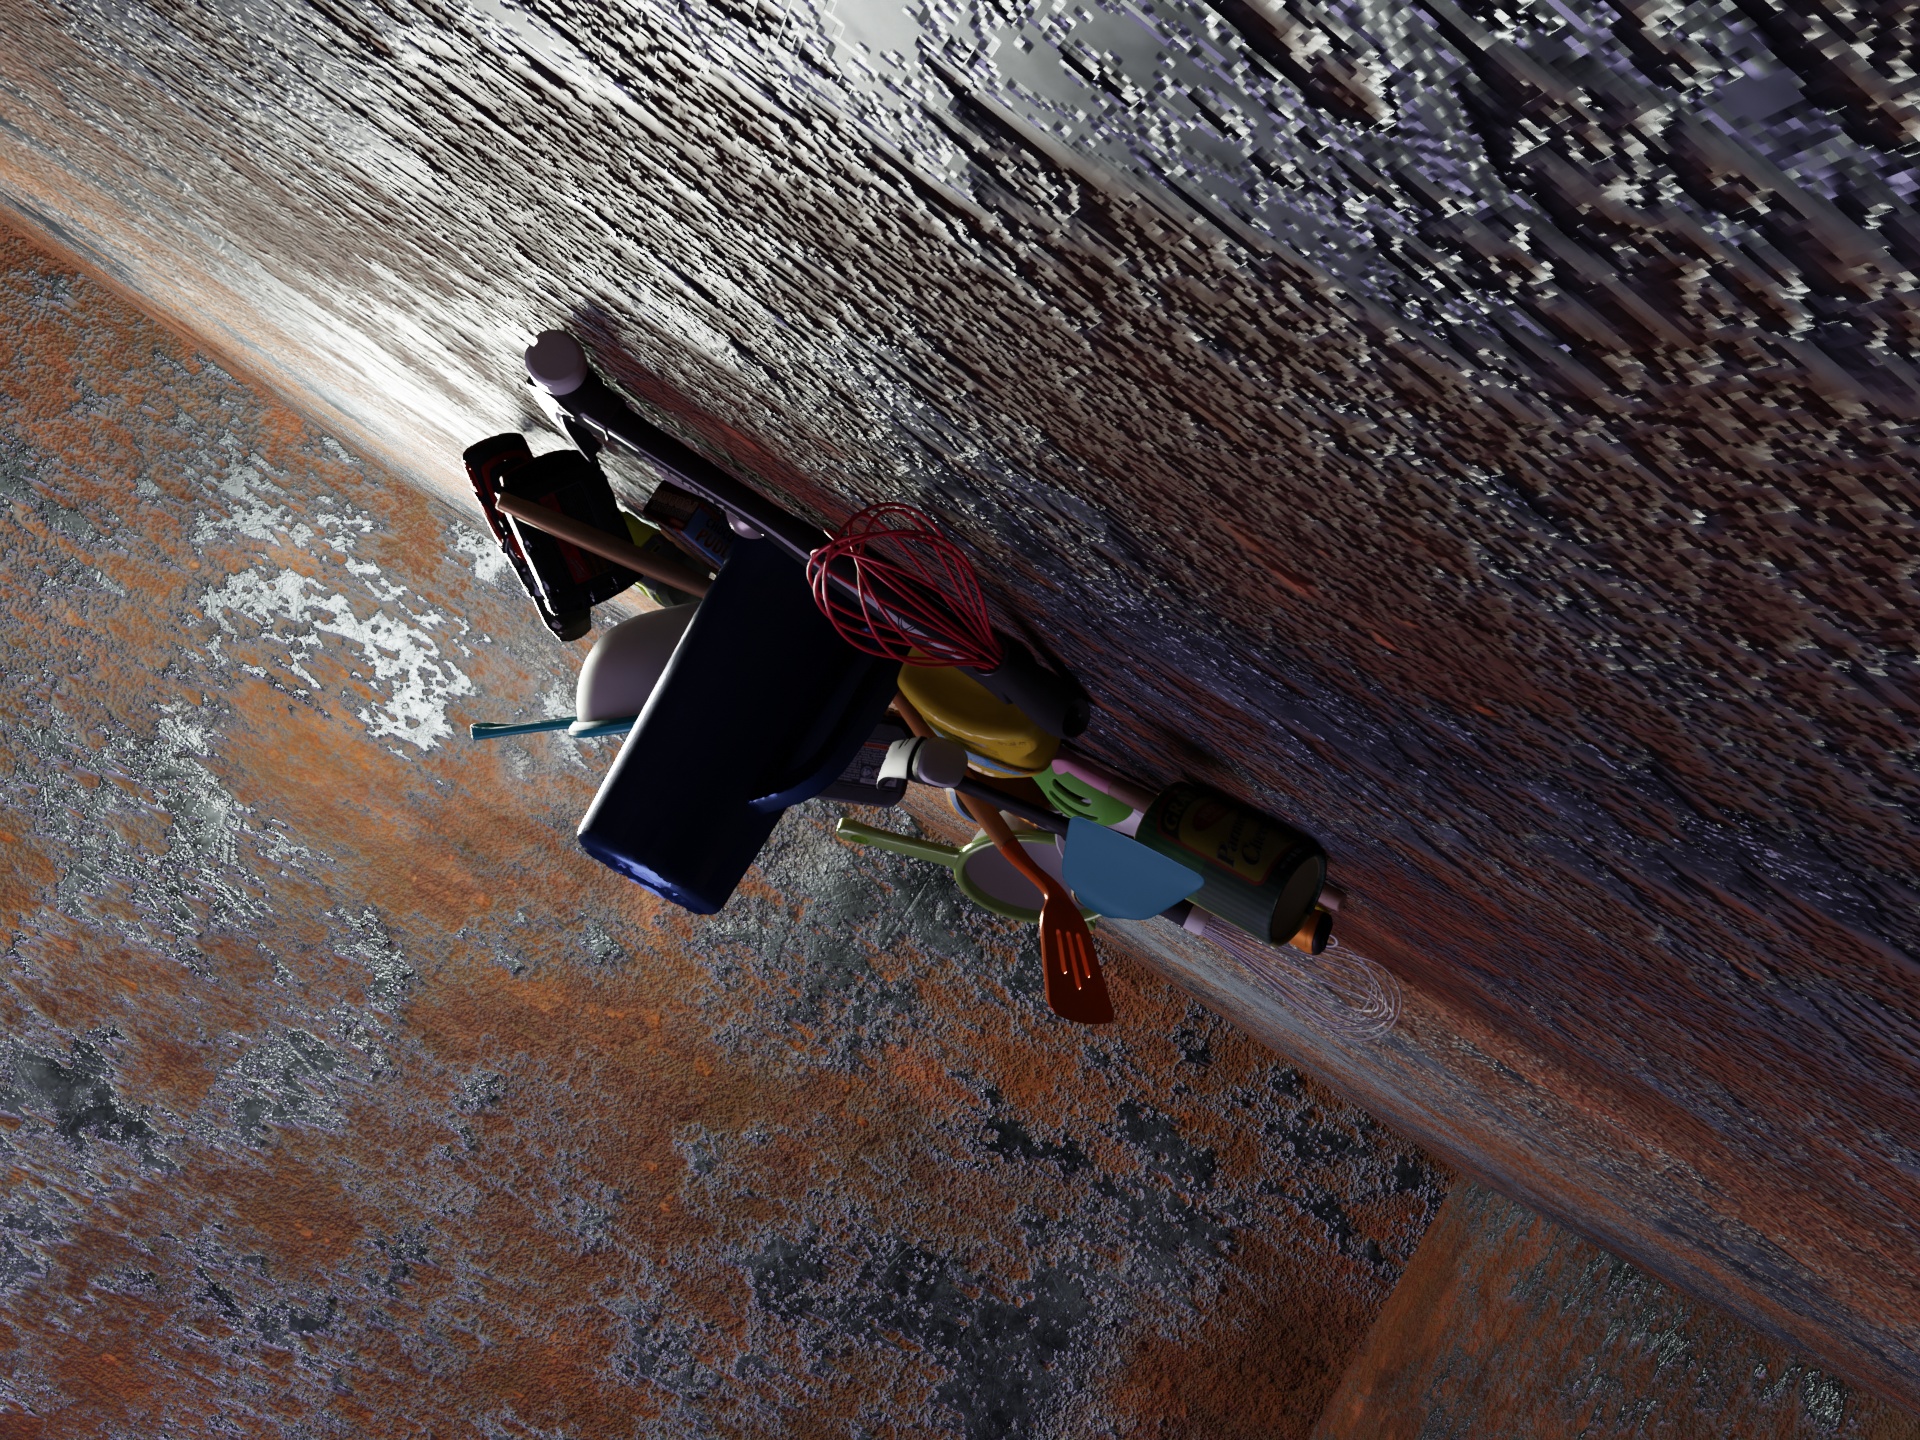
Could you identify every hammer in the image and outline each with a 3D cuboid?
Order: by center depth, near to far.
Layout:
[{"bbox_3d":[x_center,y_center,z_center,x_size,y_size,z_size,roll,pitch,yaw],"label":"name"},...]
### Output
[{"bbox_3d":[-0.102,-0.109,0.936,0.334,0.035,0.146,33,173,-4],"label":"hammer"},{"bbox_3d":[0.104,0.088,1.084,0.336,0.034,0.127,23,170,-15],"label":"hammer"}]

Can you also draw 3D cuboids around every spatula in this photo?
[{"bbox_3d":[0.092,0.104,1.032,0.082,0.044,0.317,26,175,3],"label":"spatula"},{"bbox_3d":[0.016,0.079,1.140,0.081,0.041,0.323,20,-152,-52],"label":"spatula"}]

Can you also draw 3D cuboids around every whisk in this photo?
[{"bbox_3d":[0.007,-0.040,0.842,0.073,0.073,0.295,28,178,31],"label":"whisk"},{"bbox_3d":[0.221,0.177,1.292,0.285,0.070,0.070,26,172,11],"label":"whisk"}]

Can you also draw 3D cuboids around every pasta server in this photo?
[{"bbox_3d":[0.127,0.064,1.125,0.316,0.040,0.060,27,179,31],"label":"pasta server"}]

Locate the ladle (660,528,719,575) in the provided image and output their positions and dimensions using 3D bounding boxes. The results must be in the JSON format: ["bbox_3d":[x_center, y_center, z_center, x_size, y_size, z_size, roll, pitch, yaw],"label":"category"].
[{"bbox_3d":[-0.117,-0.071,1.330,0.315,0.031,0.069,35,174,-7],"label":"ladle"}]

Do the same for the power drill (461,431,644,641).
[{"bbox_3d":[-0.335,-0.142,1.311,0.227,0.080,0.187,22,135,61],"label":"power drill"}]

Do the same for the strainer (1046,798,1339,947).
[{"bbox_3d":[0.181,0.121,1.268,0.258,0.086,0.050,26,-145,10],"label":"strainer"}]

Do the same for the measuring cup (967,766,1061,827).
[{"bbox_3d":[0.026,0.038,1.348,0.095,0.052,0.174,35,175,-20],"label":"measuring cup"}]

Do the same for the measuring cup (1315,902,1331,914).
[{"bbox_3d":[0.206,0.119,1.179,0.157,0.029,0.062,28,172,44],"label":"measuring cup"}]

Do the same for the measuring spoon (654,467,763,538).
[{"bbox_3d":[-0.170,-0.145,1.061,0.124,0.018,0.034,28,172,39],"label":"measuring spoon"}]

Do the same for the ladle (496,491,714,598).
[{"bbox_3d":[-0.196,-0.088,1.184,0.320,0.062,0.078,23,-173,-27],"label":"ladle"}]

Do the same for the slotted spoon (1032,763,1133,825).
[{"bbox_3d":[-0.002,-0.004,1.255,0.314,0.031,0.070,33,151,17],"label":"slotted spoon"}]

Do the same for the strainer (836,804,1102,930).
[{"bbox_3d":[0.022,0.104,1.398,0.256,0.069,0.151,14,145,-2],"label":"strainer"}]

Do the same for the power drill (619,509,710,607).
[{"bbox_3d":[-0.270,-0.120,1.479,0.171,0.080,0.223,28,168,30],"label":"power drill"}]

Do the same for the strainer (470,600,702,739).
[{"bbox_3d":[-0.286,-0.043,1.355,0.340,0.095,0.211,-7,-174,24],"label":"strainer"}]

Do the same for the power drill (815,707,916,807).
[{"bbox_3d":[-0.125,0.017,1.430,0.185,0.084,0.226,8,-174,-1],"label":"power drill"}]
